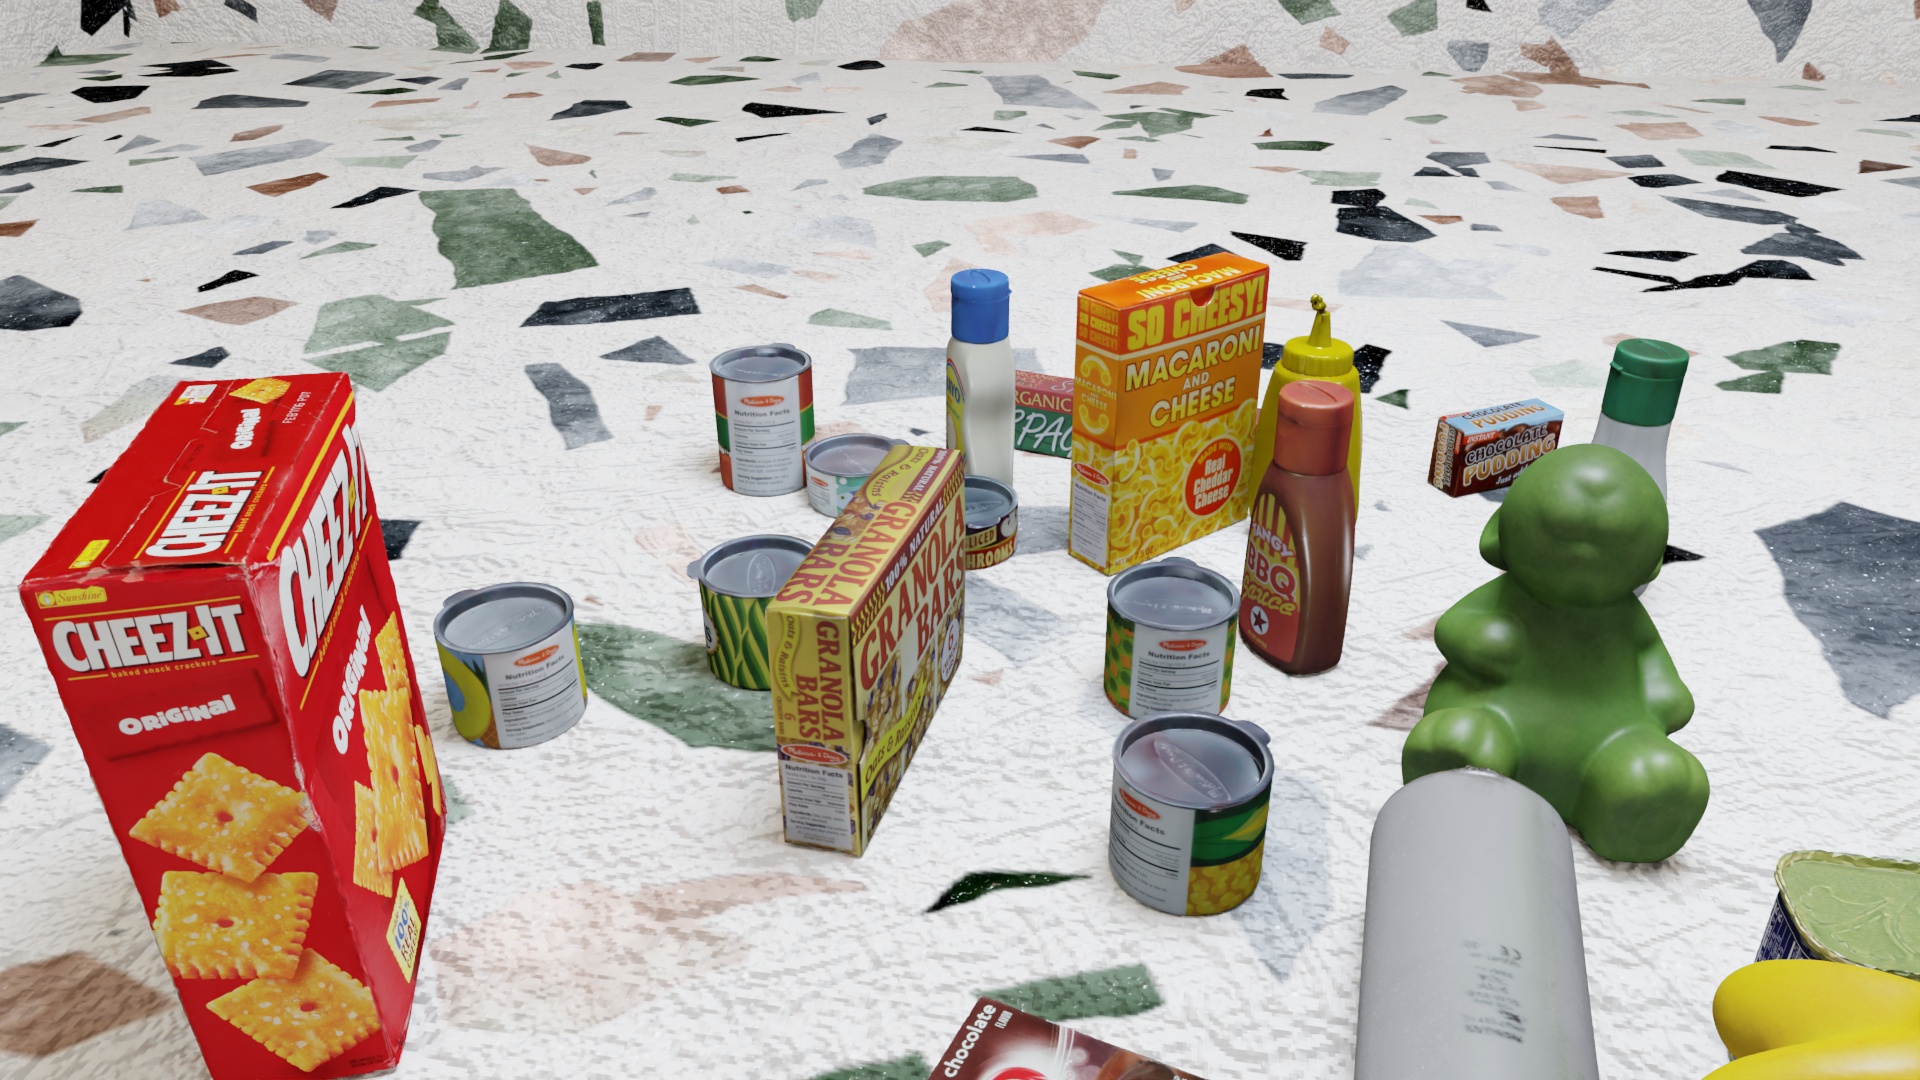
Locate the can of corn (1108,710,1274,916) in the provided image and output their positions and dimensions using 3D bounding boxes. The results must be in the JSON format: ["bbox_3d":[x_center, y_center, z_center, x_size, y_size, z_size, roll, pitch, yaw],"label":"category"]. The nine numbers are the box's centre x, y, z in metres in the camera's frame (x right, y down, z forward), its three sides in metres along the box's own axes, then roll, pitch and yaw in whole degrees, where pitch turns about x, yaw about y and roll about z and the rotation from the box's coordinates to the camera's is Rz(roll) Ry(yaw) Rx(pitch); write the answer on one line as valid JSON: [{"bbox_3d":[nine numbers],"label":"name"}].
[{"bbox_3d":[0.098,0.113,0.585,0.071,0.058,0.071,0,28,0],"label":"can of corn"}]

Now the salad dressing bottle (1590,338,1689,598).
[{"bbox_3d":[0.366,-0.037,0.768,0.044,0.147,0.064,-2,28,-3],"label":"salad dressing bottle"}]

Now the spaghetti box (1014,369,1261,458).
[{"bbox_3d":[0.136,-0.072,0.939,0.250,0.050,0.029,12,30,21],"label":"spaghetti box"}]

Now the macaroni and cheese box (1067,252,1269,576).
[{"bbox_3d":[0.124,-0.076,0.824,0.124,0.165,0.040,-21,34,-33],"label":"macaroni and cheese box"}]

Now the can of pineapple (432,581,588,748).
[{"bbox_3d":[-0.222,0.060,0.688,0.071,0.057,0.071,0,28,0],"label":"can of pineapple"}]

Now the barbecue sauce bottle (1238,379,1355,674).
[{"bbox_3d":[0.176,-0.008,0.715,0.044,0.147,0.065,-12,30,-20],"label":"barbecue sauce bottle"}]

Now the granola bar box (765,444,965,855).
[{"bbox_3d":[-0.037,0.044,0.646,0.039,0.123,0.166,7,29,14],"label":"granola bar box"}]

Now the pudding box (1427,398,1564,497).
[{"bbox_3d":[0.354,-0.062,0.919,0.084,0.049,0.030,-11,30,-19],"label":"pudding box"}]

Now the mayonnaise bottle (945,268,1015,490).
[{"bbox_3d":[0.012,-0.097,0.883,0.041,0.147,0.065,-9,29,-15],"label":"mayonnaise bottle"}]

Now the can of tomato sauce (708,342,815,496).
[{"bbox_3d":[-0.130,-0.081,0.923,0.071,0.082,0.071,0,28,0],"label":"can of tomato sauce"}]

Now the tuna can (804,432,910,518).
[{"bbox_3d":[-0.065,-0.043,0.905,0.071,0.032,0.071,0,28,0],"label":"tuna can"}]

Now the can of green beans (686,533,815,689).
[{"bbox_3d":[-0.103,0.037,0.730,0.071,0.057,0.071,0,28,0],"label":"can of green beans"}]

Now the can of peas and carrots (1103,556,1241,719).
[{"bbox_3d":[0.106,0.050,0.702,0.071,0.058,0.071,0,28,0],"label":"can of peas and carrots"}]

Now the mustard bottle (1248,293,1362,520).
[{"bbox_3d":[0.206,-0.067,0.813,0.049,0.159,0.065,-14,31,-24],"label":"mustard bottle"}]

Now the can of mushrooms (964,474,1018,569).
[{"bbox_3d":[0.003,-0.011,0.843,0.071,0.033,0.071,0,28,0],"label":"can of mushrooms"}]
